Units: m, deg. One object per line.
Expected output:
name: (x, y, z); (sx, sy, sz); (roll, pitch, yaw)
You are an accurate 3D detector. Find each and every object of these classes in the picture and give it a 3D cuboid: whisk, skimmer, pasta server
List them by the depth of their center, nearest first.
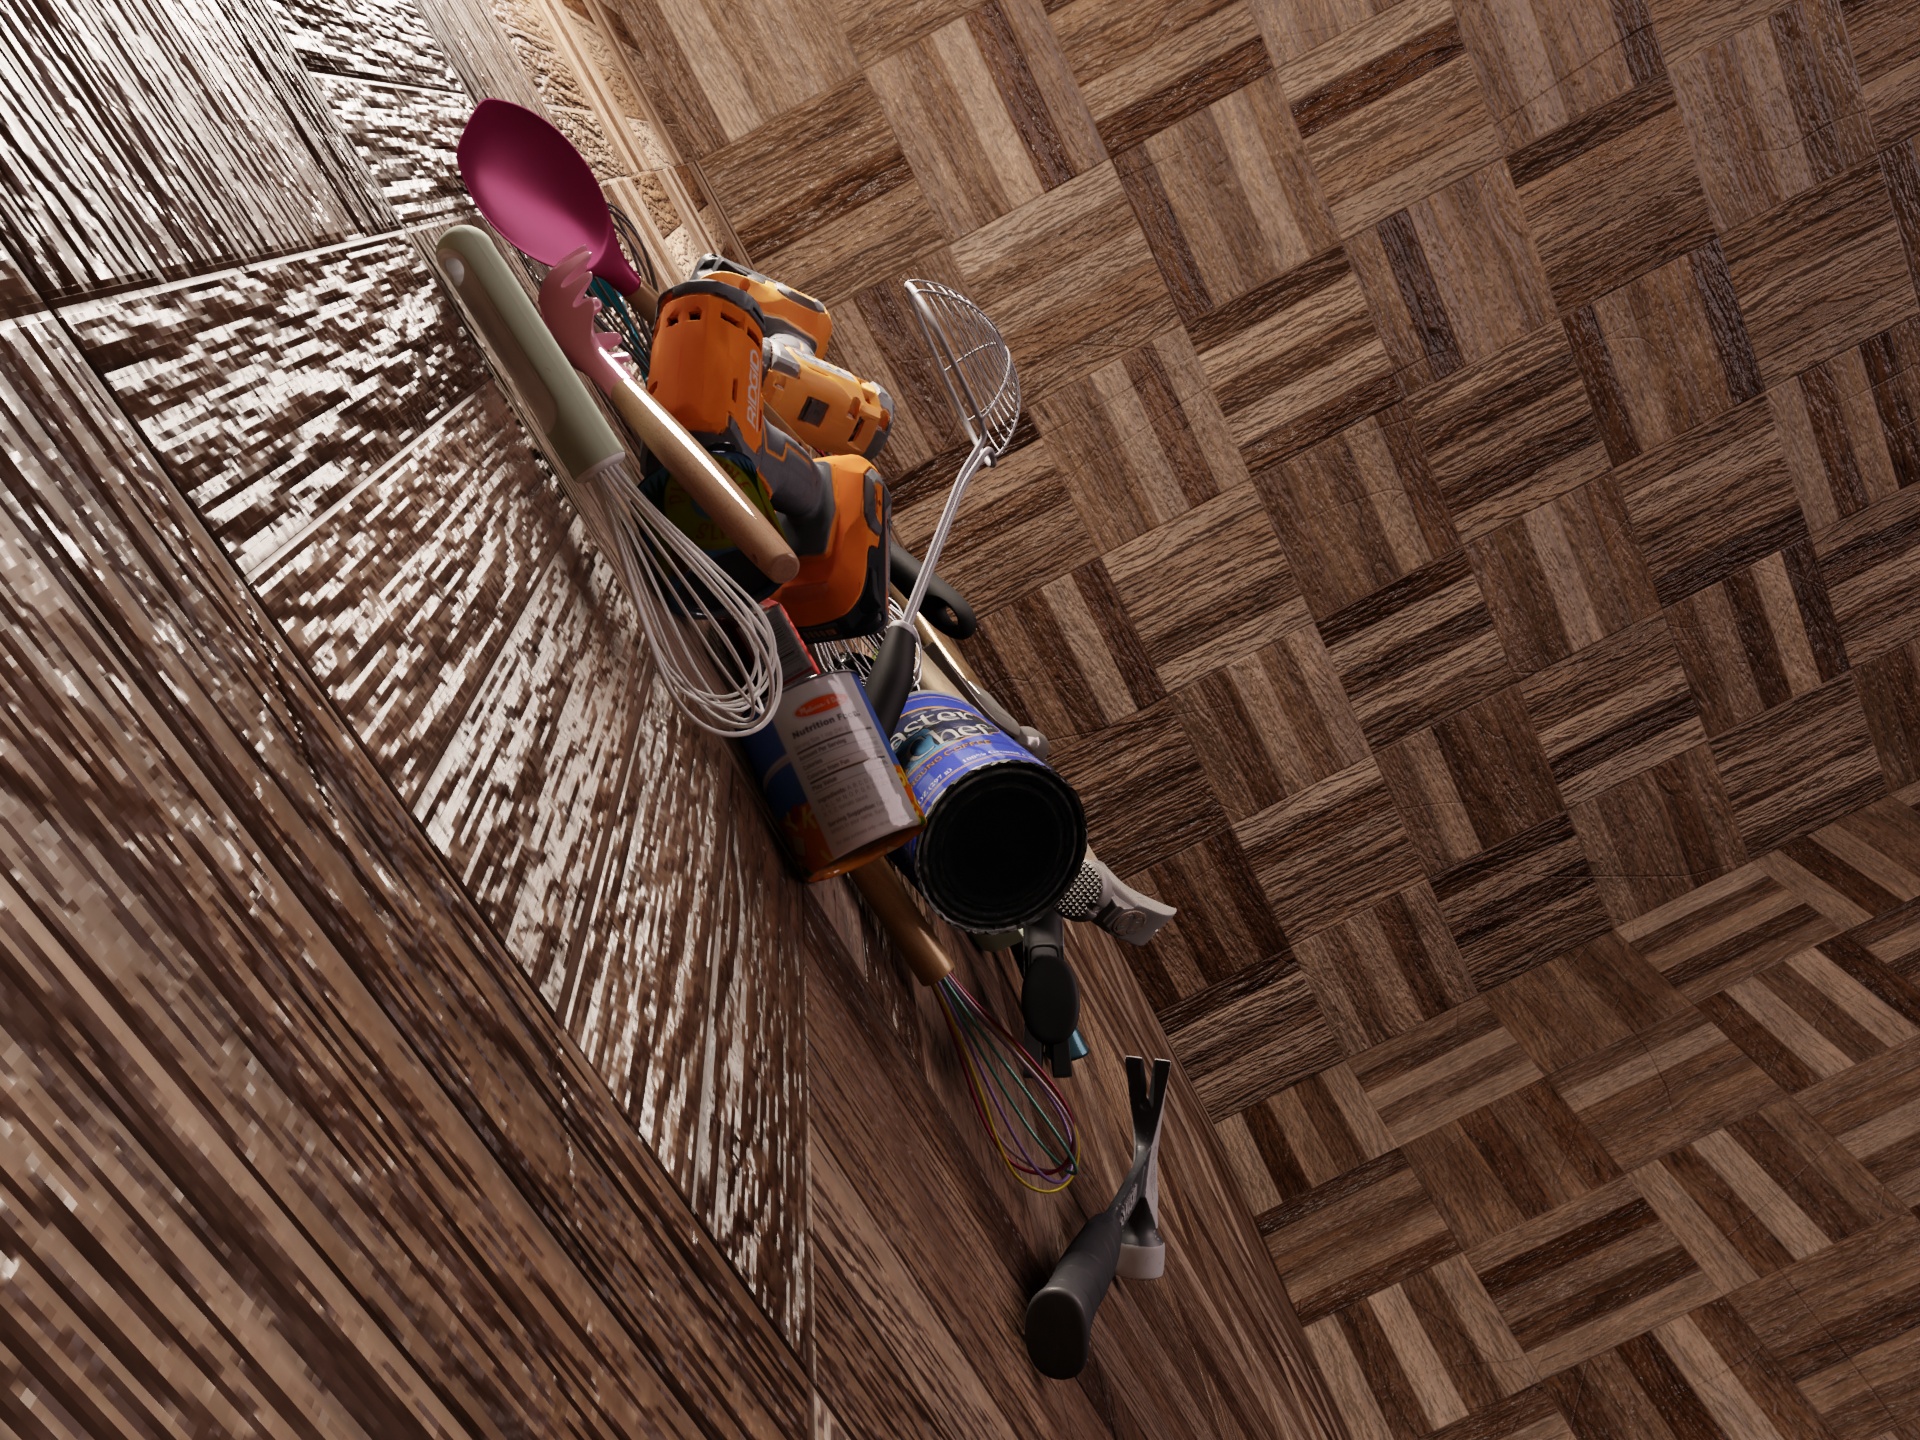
whisk: (-0.150, -0.101, 0.679); (0.058, 0.059, 0.246); (-23, -80, 50)
pasta server: (-0.135, -0.141, 0.718); (0.317, 0.040, 0.060); (47, -20, 46)
whisk: (-0.002, 0.161, 0.880); (0.245, 0.047, 0.051); (58, -7, -9)
skimmer: (-0.042, -0.108, 0.963); (0.127, 0.090, 0.363); (63, 41, -58)
whisk: (-0.184, -0.209, 0.968); (0.055, 0.055, 0.238); (-111, 177, -59)
whisk: (-0.107, -0.109, 1.101); (0.285, 0.070, 0.070); (53, -2, 34)
whisk: (-0.086, -0.156, 1.242); (0.296, 0.073, 0.073); (44, -5, 28)

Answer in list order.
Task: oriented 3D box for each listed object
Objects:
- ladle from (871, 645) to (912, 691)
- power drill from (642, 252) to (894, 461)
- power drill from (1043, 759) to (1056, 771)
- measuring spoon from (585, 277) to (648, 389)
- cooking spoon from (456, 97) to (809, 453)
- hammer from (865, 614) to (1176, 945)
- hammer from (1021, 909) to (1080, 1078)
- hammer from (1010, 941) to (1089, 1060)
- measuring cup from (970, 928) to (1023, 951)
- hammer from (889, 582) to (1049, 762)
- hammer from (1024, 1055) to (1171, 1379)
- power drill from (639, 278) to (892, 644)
ladle: (-0.111, -0.104, 1.287); (0.320, 0.062, 0.078); (57, 11, 28)
power drill: (-0.161, -0.281, 1.199); (0.185, 0.084, 0.226); (18, 23, -29)
power drill: (0.022, 0.049, 1.493); (0.223, 0.080, 0.171); (-128, -163, -53)
measuring spoon: (-0.211, -0.234, 0.992); (0.042, 0.021, 0.128); (-118, -172, -75)
cooking spoon: (-0.175, -0.235, 0.917); (0.318, 0.017, 0.069); (41, 65, -54)
hammer: (-0.002, -0.004, 1.116); (0.411, 0.038, 0.146); (50, 11, 30)
hammer: (0.055, 0.170, 1.001); (0.334, 0.035, 0.146); (64, 24, -85)
hammer: (0.032, 0.127, 1.332); (0.128, 0.033, 0.331); (-39, -110, 59)
measuring cup: (0.002, 0.112, 1.275); (0.168, 0.038, 0.083); (63, 3, 34)
hammer: (-0.043, -0.097, 1.294); (0.129, 0.031, 0.332); (32, 19, -50)
hammer: (0.086, 0.286, 0.904); (0.408, 0.036, 0.149); (24, 69, -77)
power drill: (-0.114, -0.126, 0.933); (0.226, 0.084, 0.164); (50, 37, -60)
